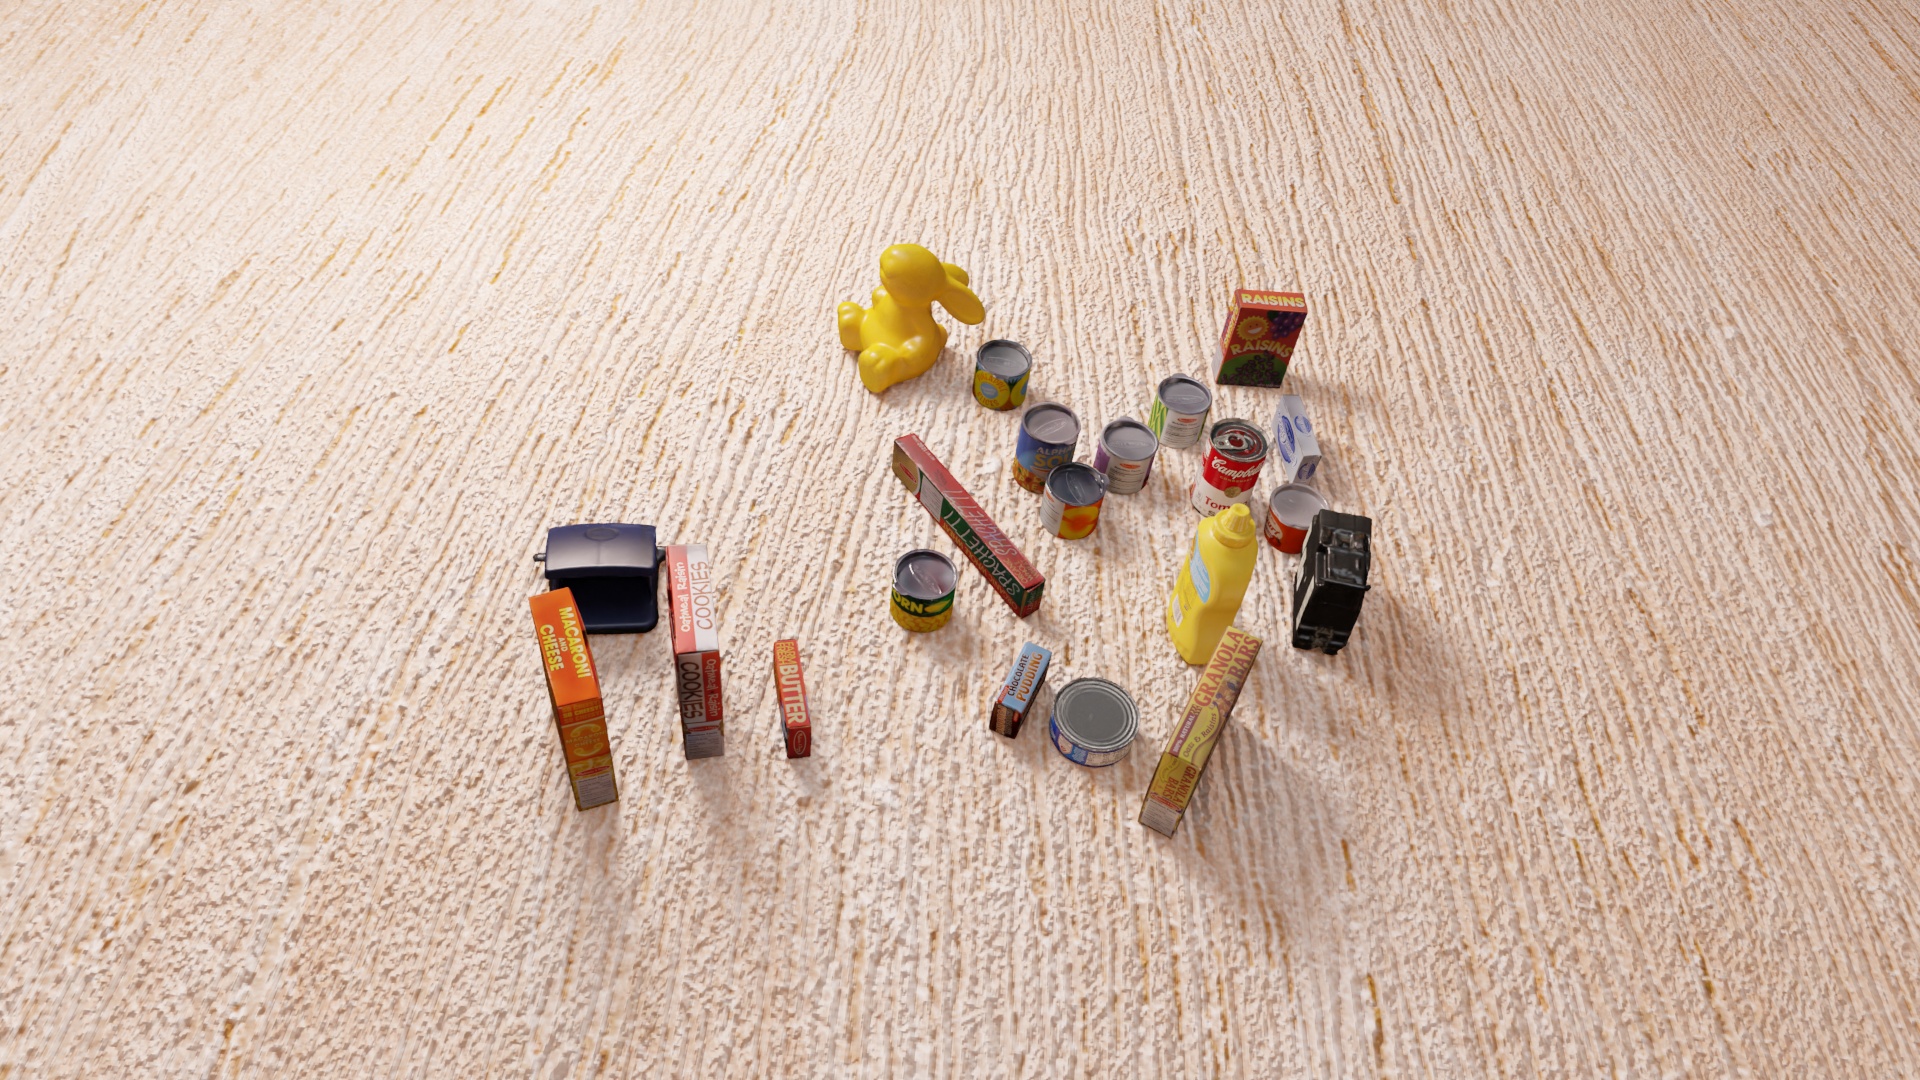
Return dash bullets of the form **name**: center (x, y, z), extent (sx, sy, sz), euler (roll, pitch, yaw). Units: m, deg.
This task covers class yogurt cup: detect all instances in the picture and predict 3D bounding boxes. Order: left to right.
- **yogurt cup**: center (0.370, -0.022, 1.541), extent (0.072, 0.053, 0.073), euler (4, 48, -4)

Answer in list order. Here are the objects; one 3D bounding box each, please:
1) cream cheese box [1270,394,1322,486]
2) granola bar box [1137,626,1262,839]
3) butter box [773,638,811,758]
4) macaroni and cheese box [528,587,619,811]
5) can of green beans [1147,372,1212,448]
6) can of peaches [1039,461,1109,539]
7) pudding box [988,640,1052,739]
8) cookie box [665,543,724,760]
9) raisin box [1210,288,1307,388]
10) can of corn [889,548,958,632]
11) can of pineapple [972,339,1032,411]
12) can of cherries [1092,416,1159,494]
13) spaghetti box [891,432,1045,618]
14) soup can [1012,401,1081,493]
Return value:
- **cream cheese box**: center (0.393, -0.117, 1.629), extent (0.024, 0.053, 0.104), euler (0, 49, -8)
- **granola bar box**: center (0.223, 0.177, 1.296), extent (0.039, 0.123, 0.166), euler (25, 50, 14)
- **butter box**: center (-0.160, 0.149, 1.315), extent (0.024, 0.052, 0.104), euler (-5, 50, -12)
- **macaroni and cheese box**: center (-0.339, 0.141, 1.222), extent (0.040, 0.165, 0.124), euler (-14, 52, -19)
- **can of green beans**: center (0.258, -0.151, 1.637), extent (0.071, 0.057, 0.071), euler (4, 48, -4)
- **can of peaches**: center (0.125, -0.043, 1.522), extent (0.071, 0.057, 0.071), euler (4, 48, -4)
- **pudding box**: center (0.059, 0.145, 1.352), extent (0.030, 0.049, 0.084), euler (22, 49, 11)
- **cookie box**: center (-0.243, 0.102, 1.268), extent (0.040, 0.166, 0.123), euler (-5, 50, -13)
- **raisin box**: center (0.363, -0.246, 1.692), extent (0.086, 0.122, 0.040), euler (4, 48, -5)
- **can of corn**: center (-0.040, 0.053, 1.414), extent (0.071, 0.058, 0.071), euler (4, 48, -4)
- **can of pineapple**: center (0.048, -0.195, 1.646), extent (0.071, 0.057, 0.071), euler (4, 48, -4)
- **can of cherries**: center (0.187, -0.097, 1.578), extent (0.071, 0.058, 0.072), euler (4, 48, -4)
- **spaghetti box**: center (0.005, -0.019, 1.489), extent (0.029, 0.049, 0.251), euler (-25, 56, -26)
- **soup can**: center (0.097, -0.101, 1.552), extent (0.071, 0.083, 0.072), euler (4, 48, -4)
